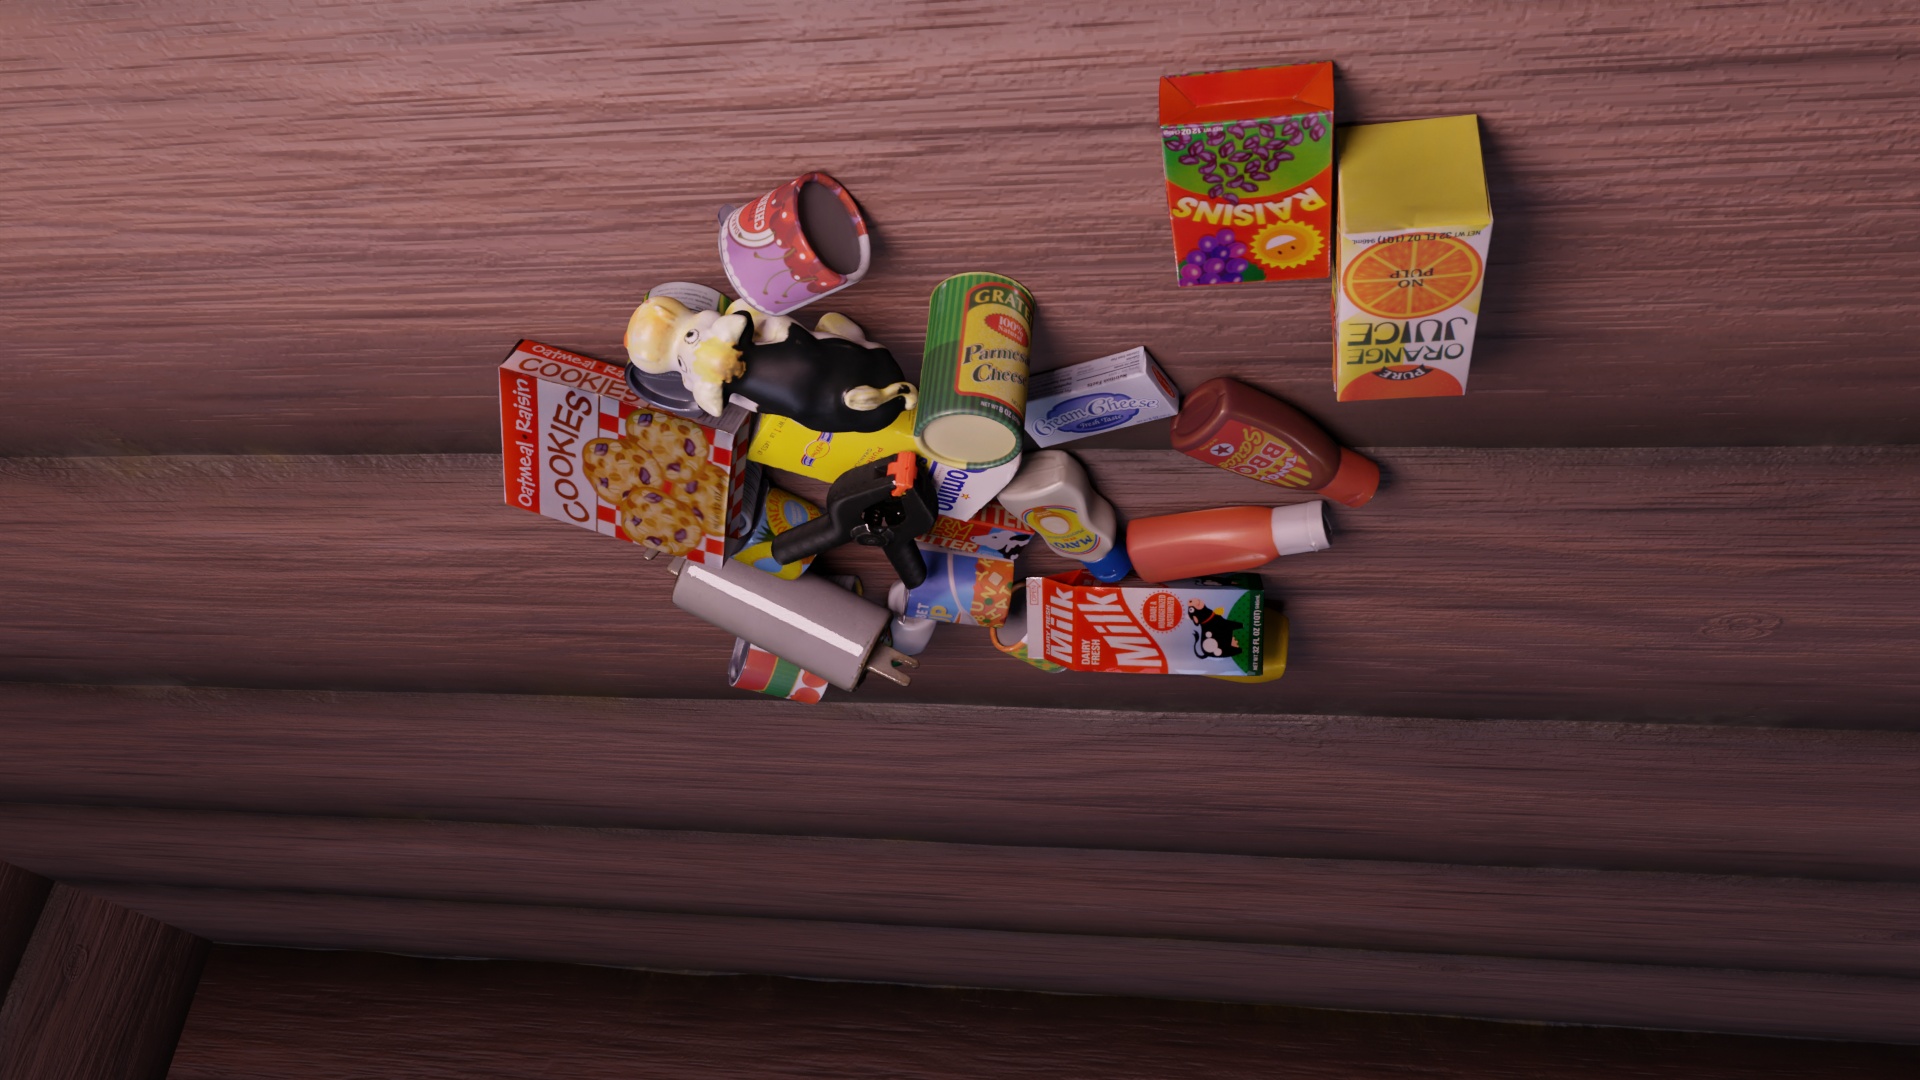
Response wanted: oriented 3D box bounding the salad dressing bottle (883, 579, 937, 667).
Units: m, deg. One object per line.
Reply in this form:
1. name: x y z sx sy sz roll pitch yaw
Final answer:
1. salad dressing bottle: -0.051 0.078 1.237 0.044 0.064 0.147 0 160 -10

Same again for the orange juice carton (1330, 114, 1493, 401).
1. orange juice carton: 0.245 -0.138 0.770 0.072 0.073 0.192 -2 151 13

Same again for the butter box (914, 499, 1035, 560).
1. butter box: 0.004 -0.014 1.092 0.103 0.024 0.053 12 151 -11

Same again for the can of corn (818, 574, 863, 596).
1. can of corn: -0.119 0.064 1.212 0.058 0.071 0.071 1 151 8

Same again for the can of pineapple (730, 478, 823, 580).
1. can of pineapple: -0.146 -0.009 1.085 0.058 0.071 0.070 25 146 -32

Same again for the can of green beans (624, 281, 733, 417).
1. can of green beans: -0.176 -0.123 0.889 0.071 0.058 0.071 4 151 2

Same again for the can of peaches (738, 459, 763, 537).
1. can of peaches: -0.187 -0.040 1.043 0.071 0.058 0.071 4 152 2

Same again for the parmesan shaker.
1. parmesan shaker: 0.012 -0.102 0.847 0.071 0.103 0.071 4 151 2

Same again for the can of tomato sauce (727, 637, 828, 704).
1. can of tomato sauce: -0.170 0.116 1.317 0.083 0.071 0.071 16 150 -19

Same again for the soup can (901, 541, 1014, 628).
1. soup can: -0.003 0.038 1.140 0.084 0.071 0.071 8 151 -4

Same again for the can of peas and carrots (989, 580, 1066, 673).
1. can of peas and carrots: 0.066 0.074 1.200 0.058 0.071 0.070 27 145 -32

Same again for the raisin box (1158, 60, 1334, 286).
1. raisin box: 0.151 -0.189 0.730 0.086 0.040 0.123 -2 149 13

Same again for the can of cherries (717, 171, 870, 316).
1. can of cherries: -0.094 -0.168 0.783 0.058 0.072 0.071 -16 144 34

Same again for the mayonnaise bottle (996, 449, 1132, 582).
1. mayonnaise bottle: 0.086 -0.015 1.057 0.064 0.041 0.147 -11 147 28

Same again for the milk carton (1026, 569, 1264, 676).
1. milk carton: 0.149 0.065 1.134 0.190 0.072 0.073 0 -170 8

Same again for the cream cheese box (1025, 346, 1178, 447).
1. cream cheese box: 0.088 -0.095 0.929 0.103 0.024 0.053 -12 145 29

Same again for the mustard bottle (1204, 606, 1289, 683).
1. mustard bottle: 0.200 0.083 1.199 0.160 0.065 0.048 7 155 10

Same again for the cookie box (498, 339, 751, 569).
1. cookie box: -0.234 -0.059 0.966 0.167 0.040 0.122 17 130 4

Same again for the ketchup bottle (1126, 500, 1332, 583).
1. ketchup bottle: 0.205 -0.001 1.060 0.148 0.044 0.064 -9 149 25

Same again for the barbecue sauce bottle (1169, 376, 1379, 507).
1. barbecue sauce bottle: 0.218 -0.063 0.944 0.148 0.044 0.064 19 148 -24
